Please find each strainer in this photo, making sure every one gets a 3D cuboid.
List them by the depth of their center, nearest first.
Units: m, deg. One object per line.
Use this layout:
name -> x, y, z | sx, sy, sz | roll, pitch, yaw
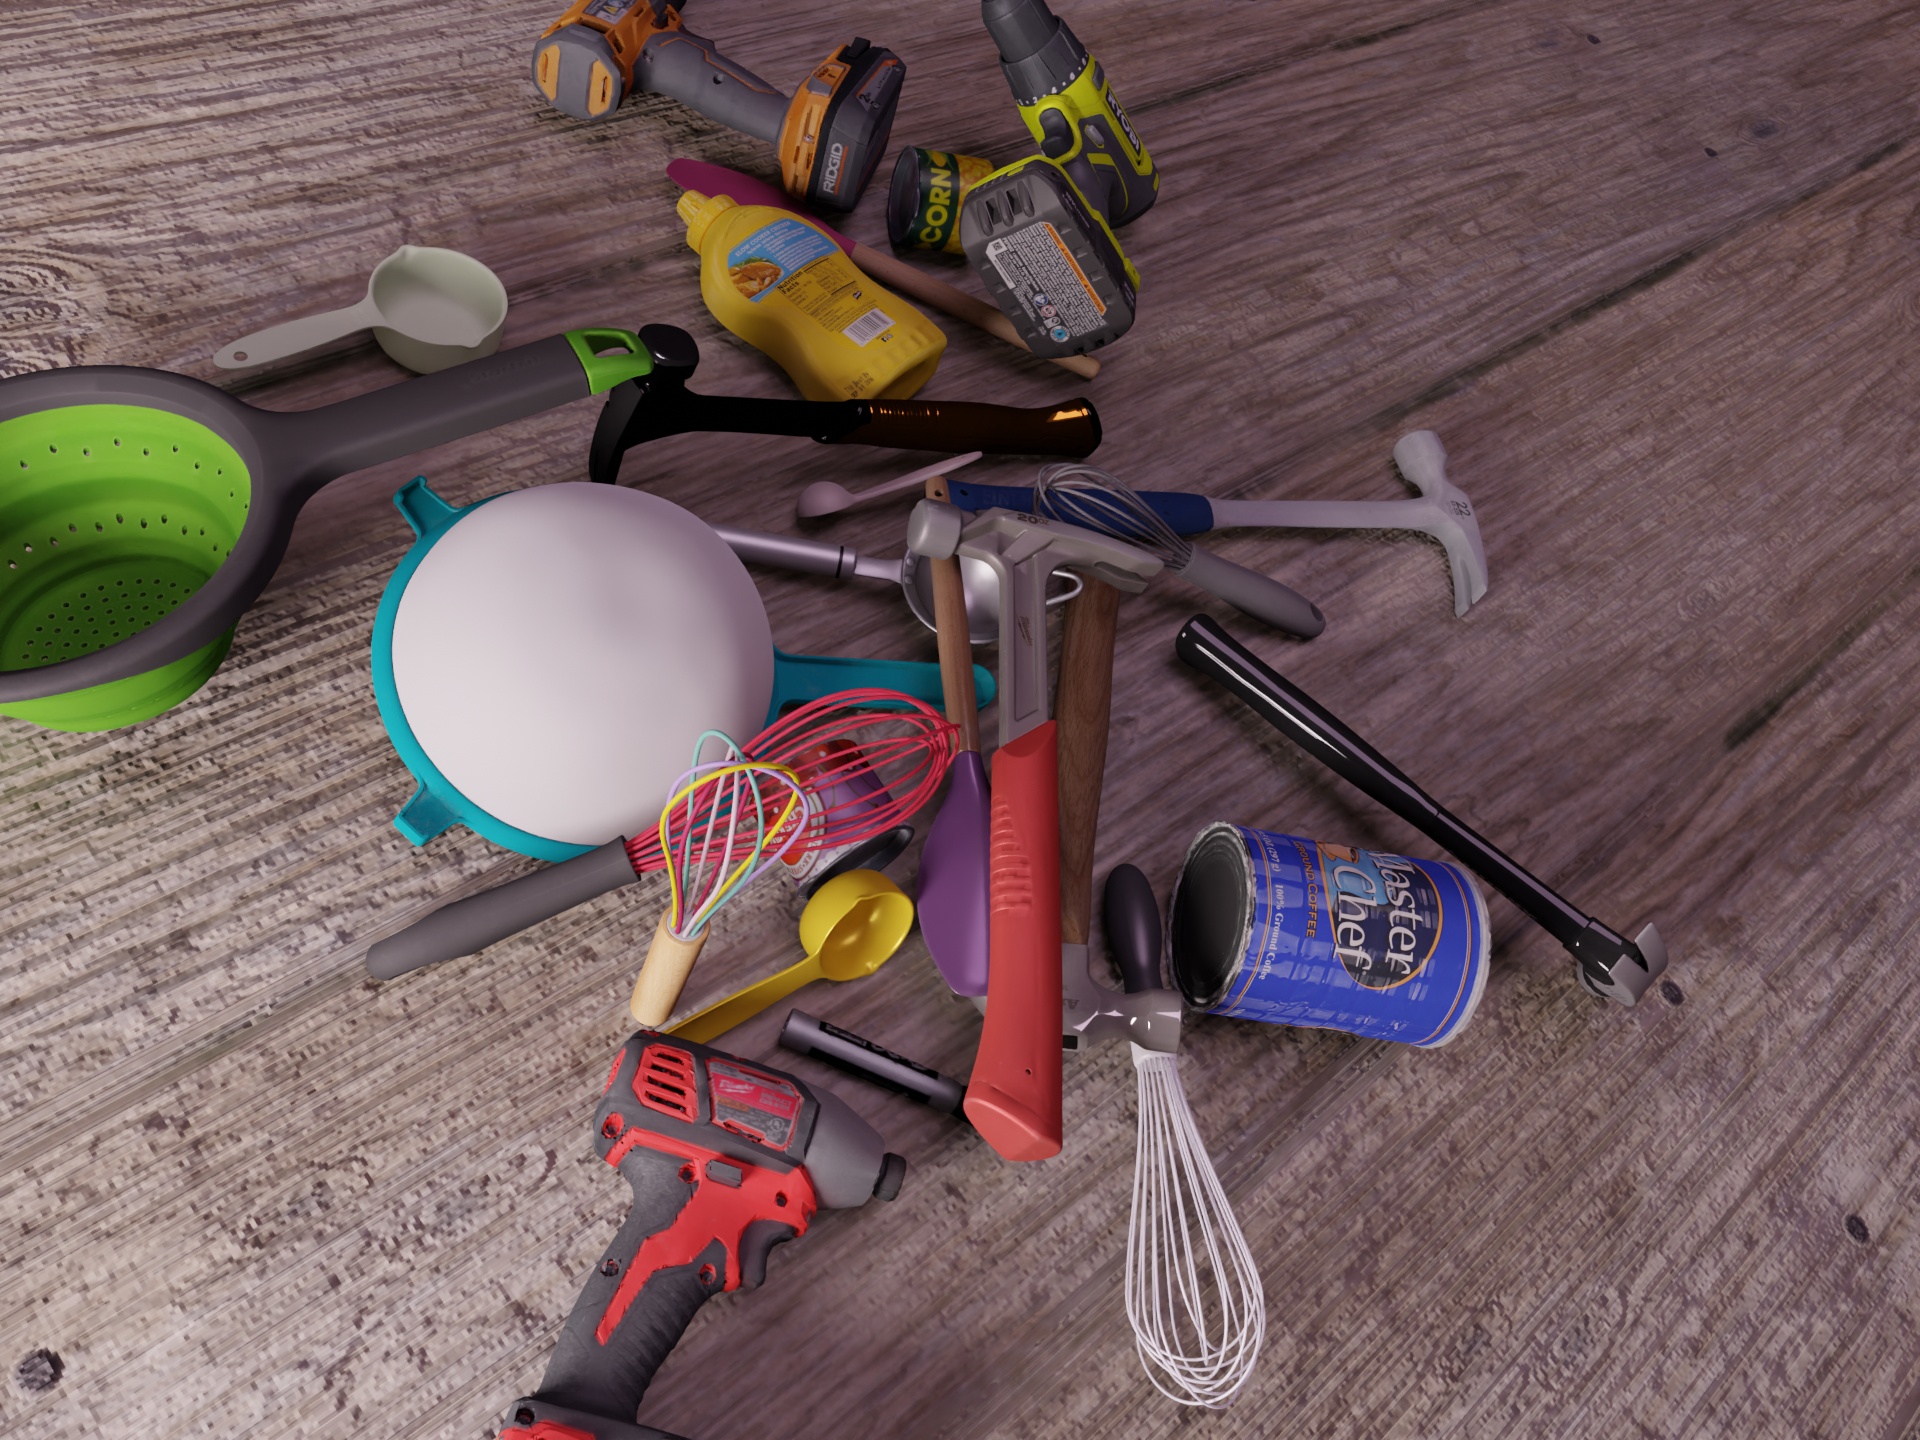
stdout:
strainer -> -0.120, -0.038, 0.821 | 0.340, 0.095, 0.211 | 3, 68, -26
strainer -> -0.059, -0.091, 0.928 | 0.258, 0.050, 0.087 | 9, 65, -9

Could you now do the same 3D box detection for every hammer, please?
hammer -> 0.041, 0.043, 0.812 | 0.149, 0.036, 0.359 | 13, 56, -18
hammer -> 0.062, 0.030, 0.887 | 0.130, 0.031, 0.332 | 4, 50, 5
hammer -> 0.262, 0.047, 0.929 | 0.335, 0.146, 0.035 | 40, 90, 15
hammer -> -0.055, -0.174, 0.960 | 0.336, 0.127, 0.034 | -5, 59, -35
hammer -> 0.172, -0.132, 1.045 | 0.405, 0.035, 0.144 | -3, 60, -22

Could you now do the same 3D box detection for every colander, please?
colander -> -0.332, -0.092, 0.756 | 0.397, 0.094, 0.205 | -23, 57, -19

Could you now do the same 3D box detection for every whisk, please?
whisk -> -0.116, 0.076, 0.671 | 0.051, 0.244, 0.047 | 45, 54, 10
whisk -> -0.136, 0.057, 0.746 | 0.296, 0.073, 0.073 | -22, 68, -6
whisk -> 0.102, 0.195, 0.801 | 0.070, 0.070, 0.285 | 7, 53, -17
whisk -> 0.139, -0.097, 0.977 | 0.238, 0.055, 0.055 | 21, 52, -29

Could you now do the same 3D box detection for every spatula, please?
spatula -> -0.001, -0.003, 0.856 | 0.059, 0.018, 0.316 | -3, 61, -4

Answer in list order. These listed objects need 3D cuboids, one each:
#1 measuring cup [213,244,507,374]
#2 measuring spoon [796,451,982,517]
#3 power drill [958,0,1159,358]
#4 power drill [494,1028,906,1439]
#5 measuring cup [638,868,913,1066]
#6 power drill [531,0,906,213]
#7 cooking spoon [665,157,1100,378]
measuring cup -> -0.338, -0.217, 0.902 | 0.167, 0.038, 0.083 | -28, 72, -30
measuring spoon -> -0.043, -0.149, 0.961 | 0.124, 0.034, 0.018 | -21, 109, -19
power drill -> 0.064, -0.375, 1.074 | 0.190, 0.080, 0.229 | 48, 38, -38
power drill -> -0.108, 0.249, 0.675 | 0.143, 0.078, 0.220 | 20, 51, -9
measuring cup -> -0.095, 0.121, 0.781 | 0.156, 0.062, 0.029 | -27, 49, -20
power drill -> -0.156, -0.450, 1.094 | 0.226, 0.084, 0.185 | 19, 46, -3
cooking spoon -> -0.050, -0.305, 1.078 | 0.319, 0.017, 0.069 | 24, 35, -6
